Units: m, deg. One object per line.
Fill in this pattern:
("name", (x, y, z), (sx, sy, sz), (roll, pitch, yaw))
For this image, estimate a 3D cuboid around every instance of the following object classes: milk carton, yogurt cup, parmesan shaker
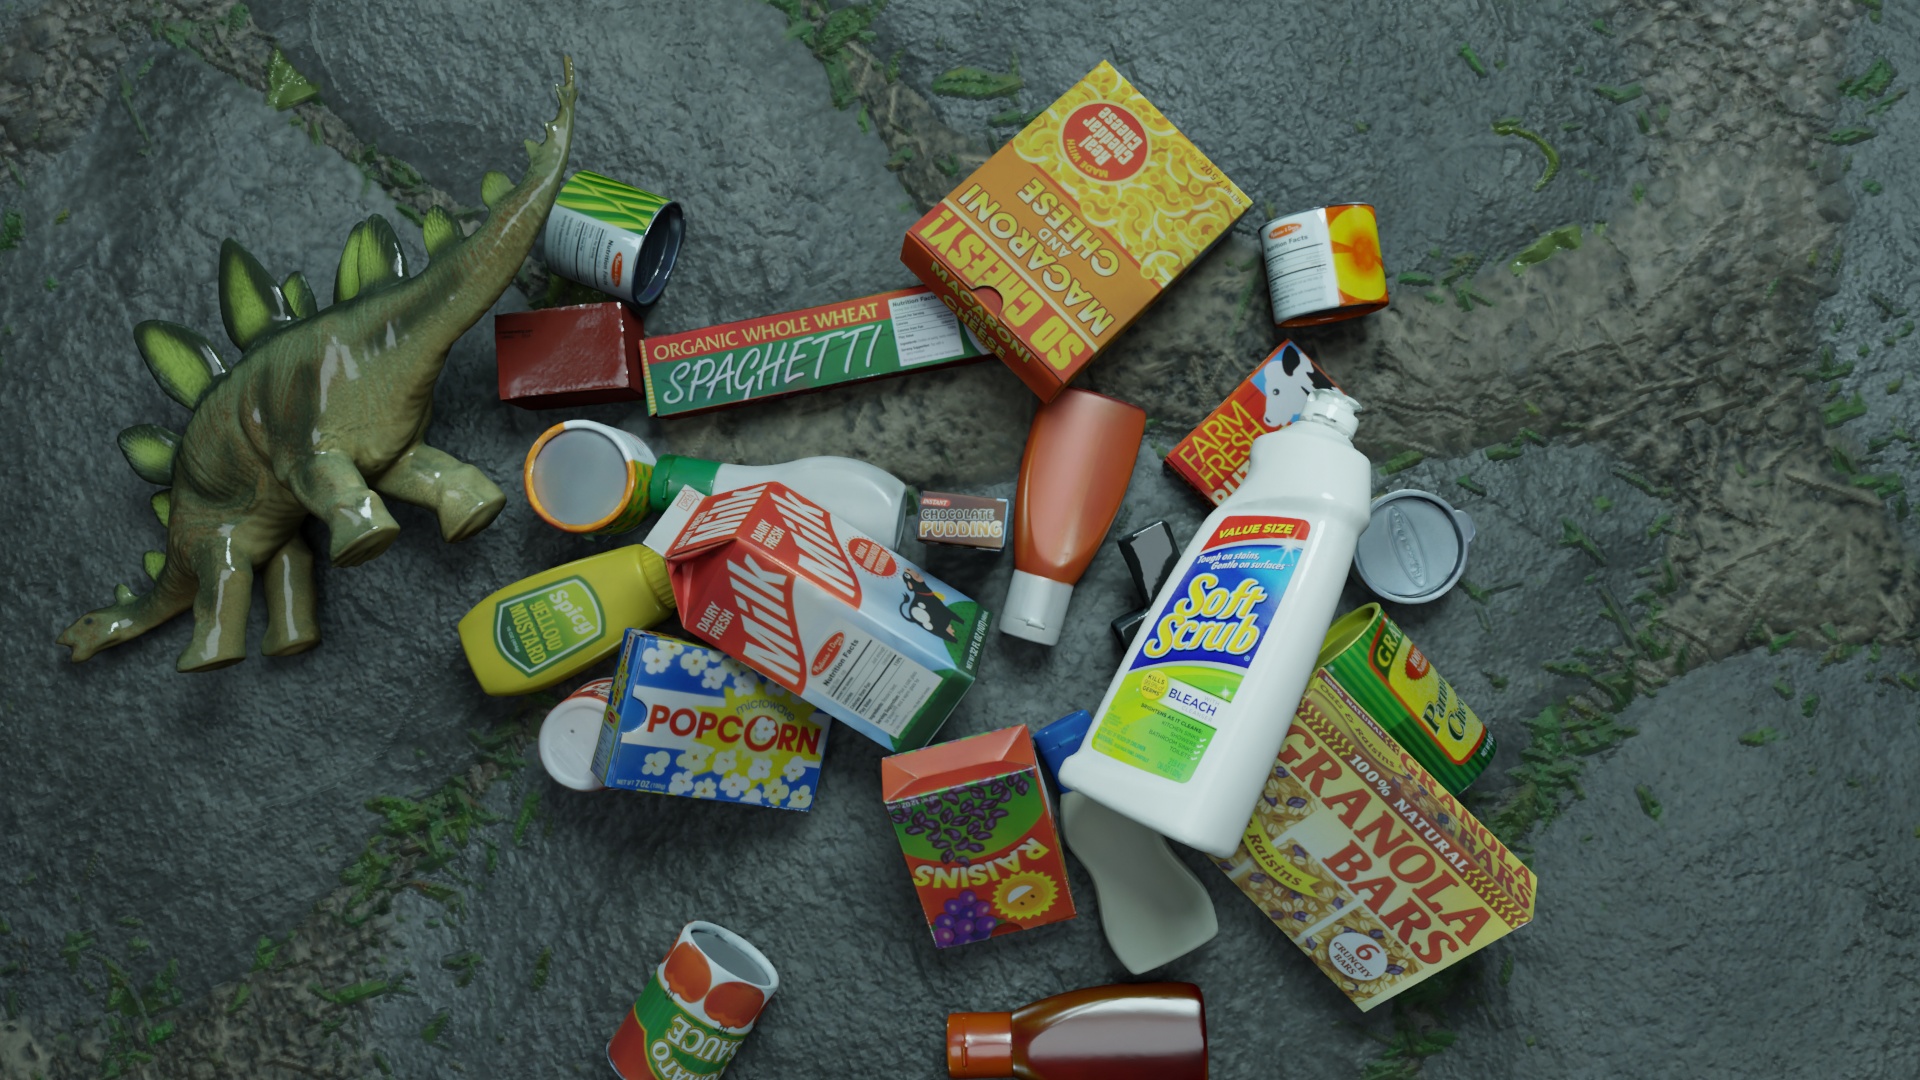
("milk carton", (-0.083, 0.034, 0.780), (0.190, 0.073, 0.073), (31, 119, -7))
("yogurt cup", (-0.213, 0.117, 0.818), (0.072, 0.054, 0.072), (0, 89, 3))
("parmesan shaker", (0.247, 0.094, 0.793), (0.071, 0.071, 0.103), (-42, 90, 1))

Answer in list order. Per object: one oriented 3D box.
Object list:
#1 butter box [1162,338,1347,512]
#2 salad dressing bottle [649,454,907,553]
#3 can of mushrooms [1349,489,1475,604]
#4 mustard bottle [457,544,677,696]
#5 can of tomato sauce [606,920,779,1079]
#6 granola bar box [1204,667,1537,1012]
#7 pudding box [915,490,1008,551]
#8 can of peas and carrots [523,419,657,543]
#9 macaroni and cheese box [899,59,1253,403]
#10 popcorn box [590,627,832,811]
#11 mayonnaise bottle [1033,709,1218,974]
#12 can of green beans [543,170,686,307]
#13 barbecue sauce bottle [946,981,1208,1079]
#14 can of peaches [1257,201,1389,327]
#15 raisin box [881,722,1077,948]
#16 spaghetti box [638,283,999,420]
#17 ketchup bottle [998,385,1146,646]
("butter box", (0.174, -0.065, 0.821), (0.103, 0.024, 0.053), (-44, 88, 1))
("salad dressing bottle", (-0.108, -0.023, 0.823), (0.148, 0.044, 0.064), (9, 100, 4))
("can of mushrooms", (0.261, 0.003, 0.811), (0.071, 0.033, 0.071), (0, 88, 3))
("mustard bottle", (-0.214, 0.037, 0.823), (0.160, 0.049, 0.065), (-25, 89, 2))
("can of tomato sauce", (-0.153, 0.275, 0.803), (0.071, 0.071, 0.083), (33, 90, 3))
("granola bar box", (0.214, 0.168, 0.776), (0.165, 0.039, 0.123), (45, 125, 3))
("pudding box", (0.003, -0.010, 0.797), (0.050, 0.083, 0.030), (6, 89, 3))
("can of peas and carrots", (-0.217, -0.034, 0.820), (0.071, 0.059, 0.071), (0, 88, 3))
("macaroni and cheese box", (0.067, -0.179, 0.799), (0.124, 0.040, 0.167), (45, 73, 4))
("popcorn box", (-0.137, 0.103, 0.794), (0.127, 0.038, 0.085), (14, 90, -30))
("mayonnaise bottle", (0.091, 0.172, 0.810), (0.065, 0.041, 0.148), (-27, 86, 2))
("can of green beans", (-0.204, -0.178, 0.820), (0.058, 0.071, 0.071), (21, 90, 4))
("barbecue sauce bottle", (0.067, 0.291, 0.806), (0.148, 0.043, 0.065), (-3, 88, 3))
("can of peaches", (0.212, -0.158, 0.803), (0.071, 0.071, 0.058), (-9, 88, 2))
("raisin box", (0.012, 0.169, 0.784), (0.086, 0.040, 0.122), (-14, 123, 1))
("spaghetti box", (-0.065, -0.118, 0.831), (0.250, 0.028, 0.050), (-11, 87, 2))
("ketchup bottle", (0.060, -0.014, 0.815), (0.065, 0.043, 0.148), (16, 89, -5))
